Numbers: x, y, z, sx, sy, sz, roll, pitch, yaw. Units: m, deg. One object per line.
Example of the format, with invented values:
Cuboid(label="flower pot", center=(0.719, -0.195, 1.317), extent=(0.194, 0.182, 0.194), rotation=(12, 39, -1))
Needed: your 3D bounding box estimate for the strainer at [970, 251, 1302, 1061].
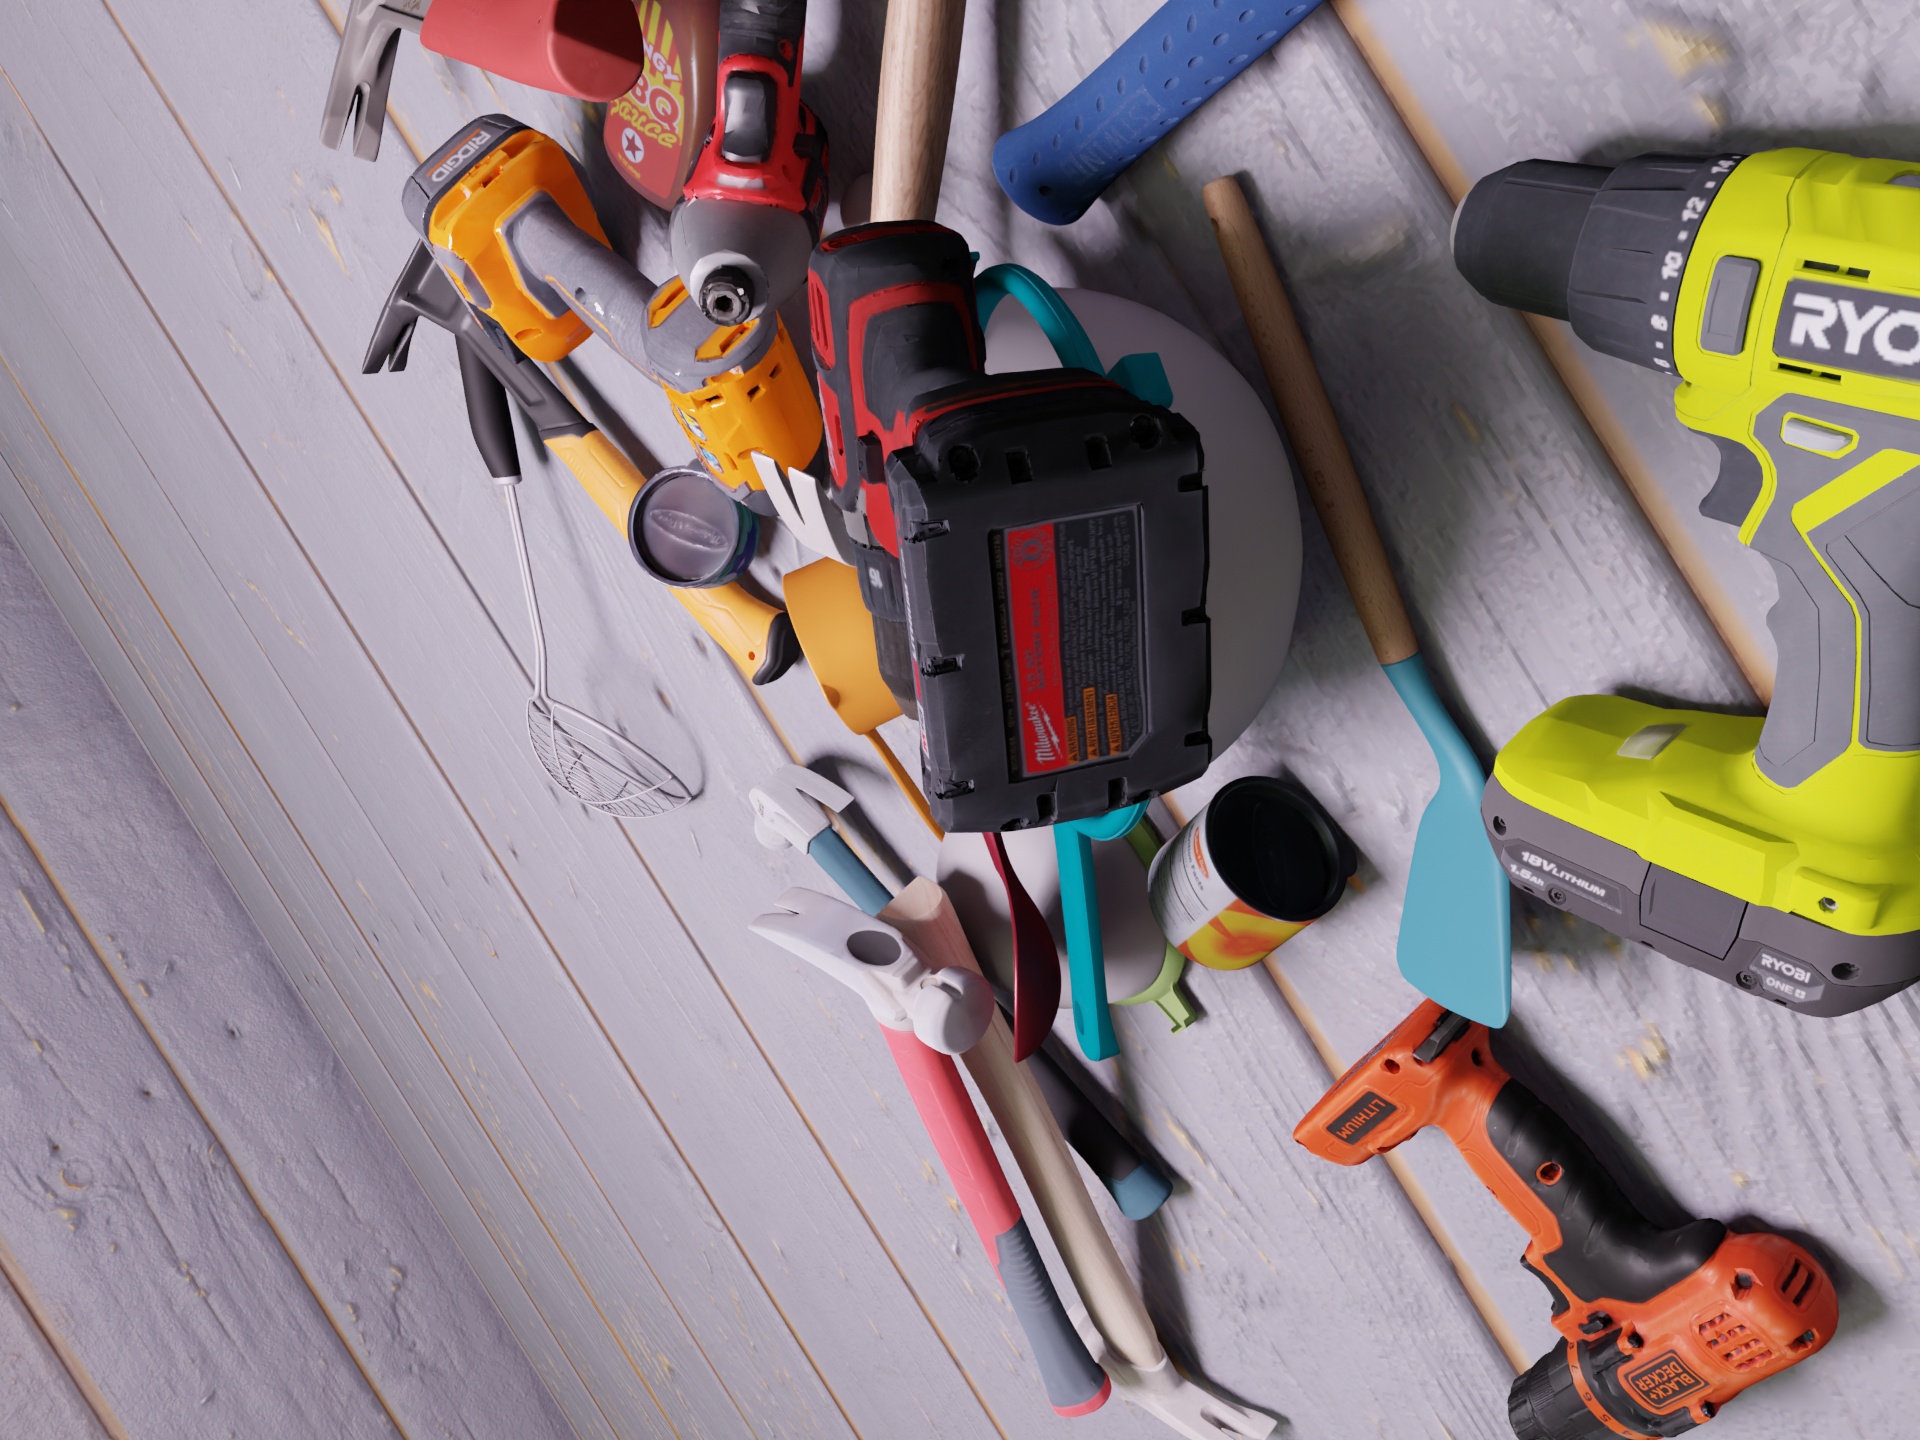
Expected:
Cuboid(label="strainer", center=(0.075, -0.012, 0.622), extent=(0.211, 0.095, 0.340), rotation=(-125, 24, -59))

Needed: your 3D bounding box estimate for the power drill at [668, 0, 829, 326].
Cuboid(label="power drill", center=(-0.078, -0.264, 0.603), extent=(0.078, 0.143, 0.219), rotation=(7, 133, -2))

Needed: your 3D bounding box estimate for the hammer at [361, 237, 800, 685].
Cuboid(label="hammer", center=(-0.218, -0.145, 0.929), extent=(0.337, 0.034, 0.127), rotation=(47, 119, 9))

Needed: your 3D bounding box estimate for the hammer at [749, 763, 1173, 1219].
Cuboid(label="hammer", center=(-0.005, 0.151, 0.910), extent=(0.331, 0.033, 0.128), rotation=(46, 160, 11))

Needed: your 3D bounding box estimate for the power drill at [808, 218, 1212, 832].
Cuboid(label="power drill", center=(0.003, -0.050, 0.517), extent=(0.227, 0.080, 0.187), rotation=(-119, 21, -59))

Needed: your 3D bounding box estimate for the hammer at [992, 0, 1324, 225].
Cuboid(label="hammer", center=(0.128, -0.231, 0.426), extent=(0.144, 0.035, 0.405), rotation=(23, 162, -23))

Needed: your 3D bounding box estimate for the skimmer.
Cuboid(label="skimmer", center=(-0.257, -0.103, 1.042), extent=(0.127, 0.090, 0.363), rotation=(11, 114, 50))

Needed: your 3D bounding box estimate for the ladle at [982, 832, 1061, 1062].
Cuboid(label="ladle", center=(-0.001, -0.002, 0.730), extent=(0.069, 0.031, 0.315), rotation=(83, 172, -81))

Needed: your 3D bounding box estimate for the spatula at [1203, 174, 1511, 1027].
Cuboid(label="spatula", center=(0.143, -0.042, 0.583), extent=(0.317, 0.044, 0.082), rotation=(67, 172, -9))

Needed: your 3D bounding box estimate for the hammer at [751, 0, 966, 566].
Cuboid(label="hammer", center=(-0.021, -0.211, 0.604), extent=(0.031, 0.130, 0.331), rotation=(23, 124, 23))

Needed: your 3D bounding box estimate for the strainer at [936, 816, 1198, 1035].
Cuboid(label="strainer", center=(0.028, 0.047, 0.771), extent=(0.152, 0.069, 0.256), rotation=(19, 132, 42))

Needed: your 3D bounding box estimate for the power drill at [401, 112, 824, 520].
Cuboid(label="power drill", center=(-0.159, -0.189, 0.794), extent=(0.227, 0.084, 0.164), rotation=(37, 167, 23))

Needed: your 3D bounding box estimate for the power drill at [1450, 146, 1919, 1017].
Cuboid(label="power drill", center=(0.222, -0.046, 0.457), extent=(0.191, 0.080, 0.228), rotation=(26, 131, 37))

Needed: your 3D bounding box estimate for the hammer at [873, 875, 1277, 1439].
Cuboid(label="hammer", center=(0.056, 0.248, 0.852), extent=(0.146, 0.038, 0.410), rotation=(15, 138, 47))

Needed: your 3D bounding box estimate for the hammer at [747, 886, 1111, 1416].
Cuboid(label="hammer", center=(0.003, 0.247, 0.847), extent=(0.143, 0.038, 0.385), rotation=(20, 141, 42))

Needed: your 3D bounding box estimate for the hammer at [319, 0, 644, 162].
Cuboid(label="hammer", center=(-0.222, -0.302, 0.706), extent=(0.359, 0.036, 0.149), rotation=(40, 115, 50))

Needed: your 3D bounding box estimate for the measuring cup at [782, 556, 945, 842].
Cuboid(label="measuring cup", center=(-0.027, -0.011, 0.800), extent=(0.173, 0.052, 0.095), rotation=(60, -171, -29))

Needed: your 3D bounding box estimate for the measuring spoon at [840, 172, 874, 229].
Cuboid(label="measuring spoon", center=(-0.019, -0.180, 0.698), extent=(0.034, 0.018, 0.124), rotation=(-21, 100, 55))
